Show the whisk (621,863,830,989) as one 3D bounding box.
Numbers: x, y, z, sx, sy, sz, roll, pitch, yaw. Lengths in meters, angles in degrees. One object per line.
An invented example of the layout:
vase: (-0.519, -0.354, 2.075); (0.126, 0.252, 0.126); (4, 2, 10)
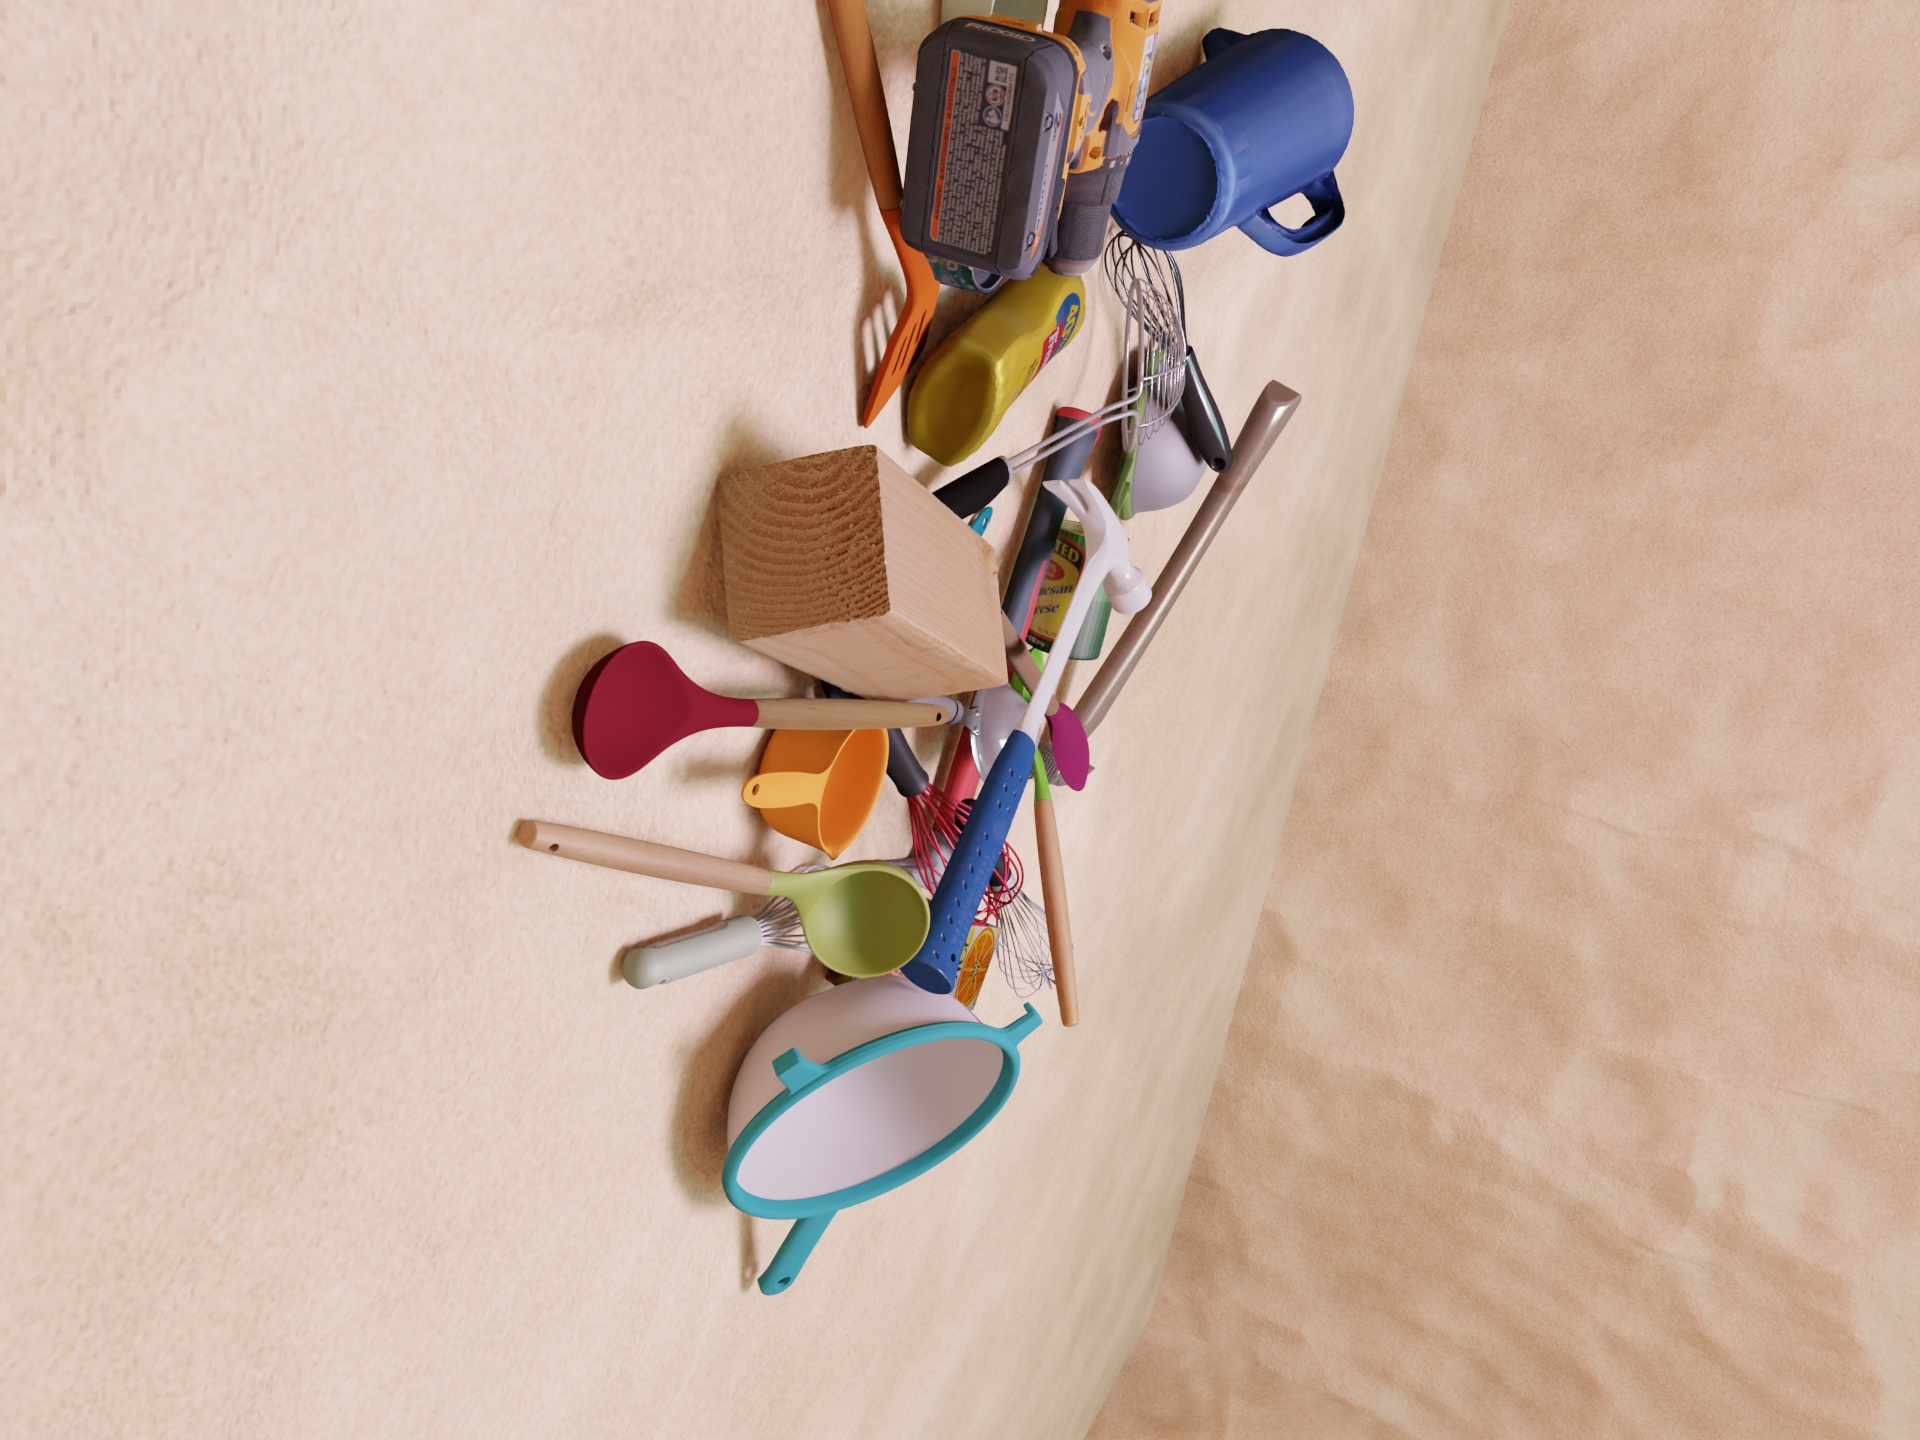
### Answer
whisk: (-0.127, 0.128, 0.969); (0.246, 0.058, 0.059); (-7, 79, -65)

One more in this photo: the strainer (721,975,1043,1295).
strainer: (-0.095, 0.281, 1.104); (0.211, 0.095, 0.340); (-4, 138, -33)

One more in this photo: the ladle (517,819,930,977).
ladle: (-0.118, 0.094, 0.869); (0.078, 0.062, 0.320); (-46, 151, 12)

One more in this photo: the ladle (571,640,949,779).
ladle: (-0.097, -0.005, 0.864); (0.315, 0.031, 0.069); (1, 105, -57)

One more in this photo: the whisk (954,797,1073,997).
whisk: (0.039, 0.145, 1.281); (0.070, 0.070, 0.284); (-62, 150, -26)

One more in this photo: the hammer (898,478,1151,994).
hammer: (0.044, 0.002, 1.108); (0.143, 0.035, 0.406); (58, 44, -41)

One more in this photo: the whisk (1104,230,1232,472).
whisk: (0.175, -0.294, 1.287); (0.055, 0.055, 0.238); (-59, 135, -32)

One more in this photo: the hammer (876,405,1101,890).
hammer: (0.029, -0.057, 1.224); (0.143, 0.038, 0.386); (13, 95, -69)

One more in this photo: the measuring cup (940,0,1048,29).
measuring cup: (0.019, -0.374, 0.927); (0.083, 0.038, 0.167); (-57, 160, -31)

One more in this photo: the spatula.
spatula: (-0.049, -0.294, 0.835); (0.081, 0.041, 0.322); (-60, 153, -31)

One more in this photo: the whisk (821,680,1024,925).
whisk: (-0.025, 0.054, 1.085); (0.073, 0.073, 0.295); (-62, 143, -27)

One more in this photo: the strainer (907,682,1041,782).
strainer: (-0.002, -0.004, 1.121); (0.258, 0.050, 0.087); (18, 73, -55)

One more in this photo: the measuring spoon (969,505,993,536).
measuring spoon: (0.001, -0.104, 1.128); (0.129, 0.021, 0.042); (-60, 157, -28)

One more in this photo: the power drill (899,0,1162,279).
power drill: (0.046, -0.316, 0.886); (0.226, 0.084, 0.185); (-53, 158, -50)

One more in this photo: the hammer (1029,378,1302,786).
hammer: (0.189, -0.119, 1.446); (0.410, 0.038, 0.146); (-59, 164, 11)

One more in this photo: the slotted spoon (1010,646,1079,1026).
slotted spoon: (0.069, 0.090, 1.289); (0.070, 0.031, 0.314); (48, 34, -68)

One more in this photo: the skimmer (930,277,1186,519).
skimmer: (0.046, -0.205, 1.111); (0.363, 0.090, 0.127); (-35, 140, -37)

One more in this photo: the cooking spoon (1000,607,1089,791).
cooking spoon: (0.064, -0.020, 1.246); (0.318, 0.017, 0.069); (52, 39, -61)

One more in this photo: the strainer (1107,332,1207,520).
strainer: (0.172, -0.217, 1.351); (0.256, 0.069, 0.151); (-65, 163, -54)

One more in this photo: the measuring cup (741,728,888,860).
measuring cup: (-0.102, 0.032, 0.933); (0.173, 0.052, 0.095); (2, 105, -68)
